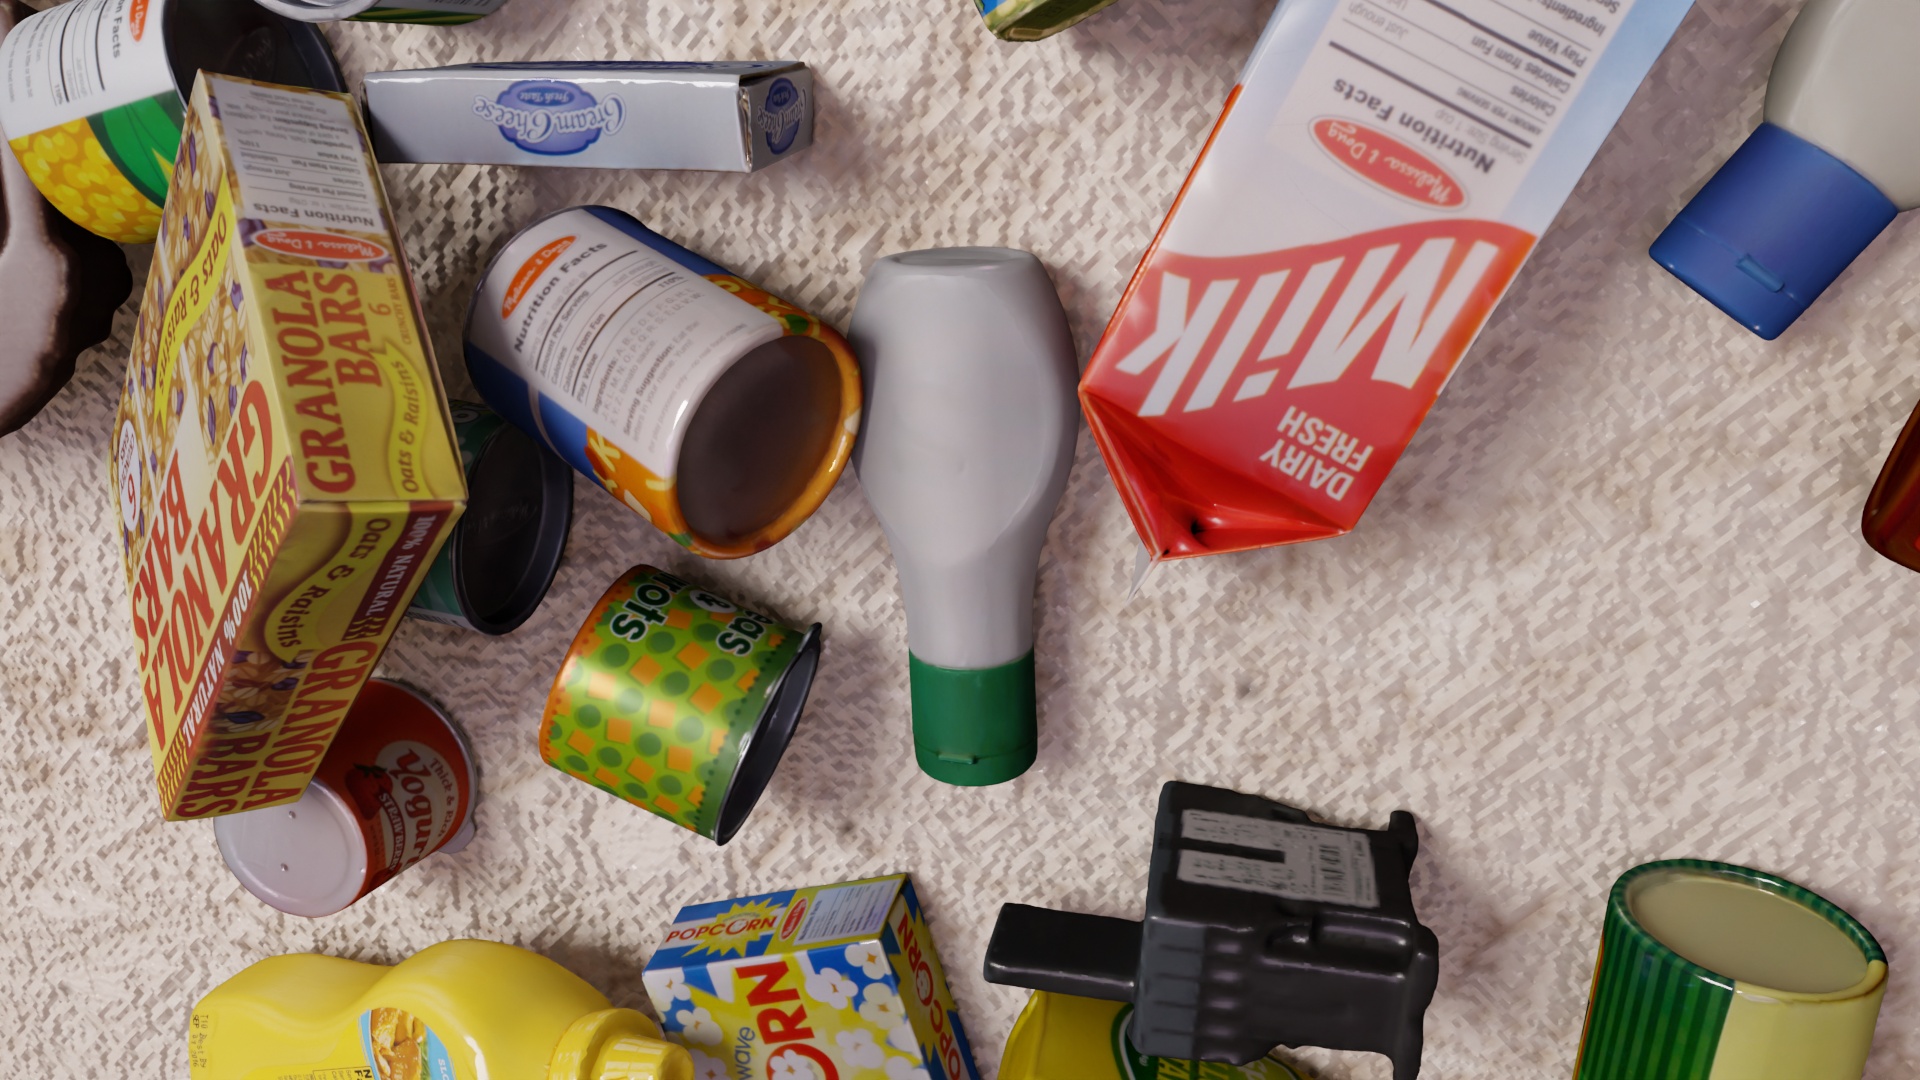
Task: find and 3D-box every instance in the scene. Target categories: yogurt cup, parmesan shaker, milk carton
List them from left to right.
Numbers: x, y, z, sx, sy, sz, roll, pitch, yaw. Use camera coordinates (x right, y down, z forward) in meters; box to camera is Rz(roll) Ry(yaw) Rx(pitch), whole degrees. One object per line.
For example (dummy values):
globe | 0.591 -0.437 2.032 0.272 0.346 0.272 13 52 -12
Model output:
yogurt cup | -0.202 0.085 0.453 0.072 0.054 0.072 4 108 12
milk carton | 0.087 -0.072 0.328 0.073 0.072 0.189 29 110 2
parmesan shaker | 0.206 0.147 0.379 0.071 0.071 0.102 6 108 11

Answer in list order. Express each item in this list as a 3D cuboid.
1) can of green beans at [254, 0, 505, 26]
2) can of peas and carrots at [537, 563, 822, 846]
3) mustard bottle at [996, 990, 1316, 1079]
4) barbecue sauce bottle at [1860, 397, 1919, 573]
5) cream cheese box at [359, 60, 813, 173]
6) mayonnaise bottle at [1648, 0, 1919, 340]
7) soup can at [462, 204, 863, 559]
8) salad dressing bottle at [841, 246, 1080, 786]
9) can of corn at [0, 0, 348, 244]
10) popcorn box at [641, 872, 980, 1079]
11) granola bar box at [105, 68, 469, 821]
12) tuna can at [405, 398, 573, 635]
can of green beans | -0.151 -0.167 0.357 0.071 0.058 0.071 4 109 11
can of peas and carrots | -0.080 0.045 0.407 0.059 0.071 0.070 23 111 5
mustard bottle | 0.090 0.186 0.420 0.160 0.065 0.048 22 117 -2
barbecue sauce bottle | 0.290 0.003 0.303 0.149 0.044 0.064 25 114 20
cream cheese box | -0.095 -0.113 0.365 0.104 0.053 0.024 4 113 11
mayonnaise bottle | 0.218 -0.113 0.303 0.065 0.041 0.147 37 113 0
soup can | -0.075 -0.041 0.363 0.084 0.071 0.071 32 115 31
salad dressing bottle | 0.001 -0.005 0.385 0.064 0.044 0.147 4 110 17
can of corn | -0.213 -0.118 0.384 0.058 0.071 0.071 -10 106 16
popcorn box | -0.041 0.178 0.457 0.085 0.038 0.126 -13 105 17
granola bar box | -0.185 -0.017 0.366 0.164 0.039 0.124 -44 60 41
tuna can | -0.142 -0.010 0.403 0.033 0.071 0.070 10 110 10
